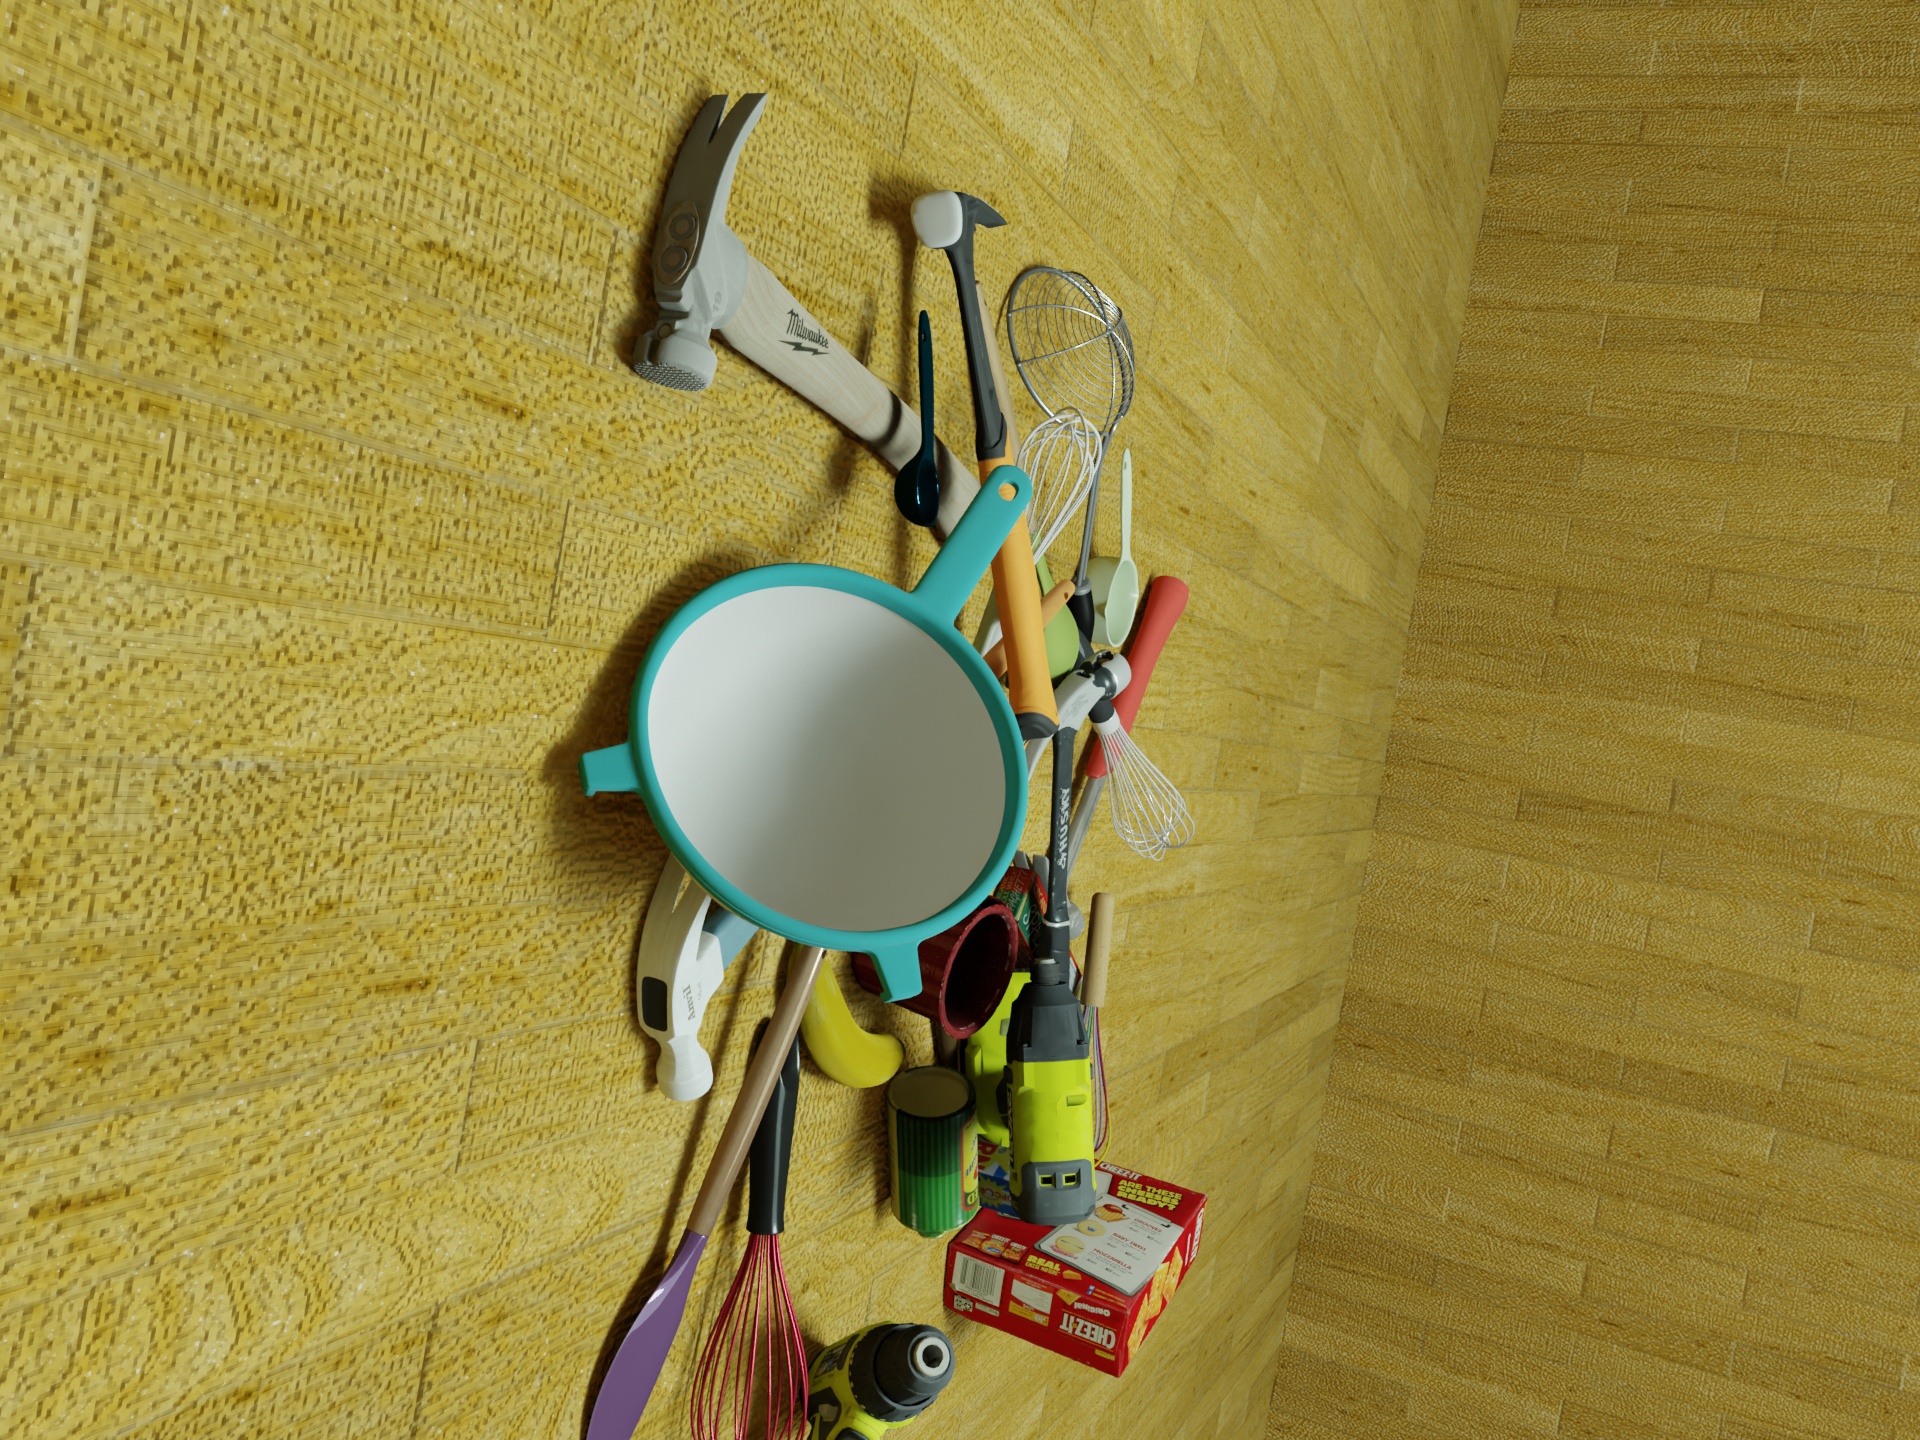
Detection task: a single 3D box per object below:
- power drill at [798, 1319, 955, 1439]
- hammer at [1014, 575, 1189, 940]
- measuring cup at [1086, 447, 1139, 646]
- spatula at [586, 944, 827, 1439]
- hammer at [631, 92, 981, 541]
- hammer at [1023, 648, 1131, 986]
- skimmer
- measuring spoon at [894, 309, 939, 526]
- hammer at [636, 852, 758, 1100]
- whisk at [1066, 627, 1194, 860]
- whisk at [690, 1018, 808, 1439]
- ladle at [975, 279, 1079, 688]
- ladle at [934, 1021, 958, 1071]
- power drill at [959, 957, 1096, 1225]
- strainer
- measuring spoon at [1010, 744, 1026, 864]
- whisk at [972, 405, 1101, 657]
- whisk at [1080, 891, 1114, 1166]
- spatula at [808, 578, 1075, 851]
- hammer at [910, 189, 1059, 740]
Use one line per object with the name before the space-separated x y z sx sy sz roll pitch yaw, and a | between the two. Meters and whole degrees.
power drill | -0.086 0.484 0.993 0.229 0.080 0.190 -58 -176 -35
hammer | 0.135 0.012 1.432 0.359 0.037 0.149 -67 153 -27
measuring cup | 0.122 -0.146 1.338 0.083 0.038 0.167 -29 124 -61
spatula | -0.140 0.265 0.903 0.316 0.018 0.059 -67 155 -10
hammer | -0.054 -0.192 0.923 0.410 0.038 0.146 30 71 -66
hammer | 0.075 0.149 1.271 0.149 0.036 0.408 -38 139 -44
skimmer | 0.074 -0.165 1.230 0.127 0.090 0.363 -46 150 -43
measuring spoon | -0.028 -0.176 0.931 0.042 0.021 0.128 13 76 -73
hammer | -0.090 0.073 0.955 0.331 0.033 0.128 -49 143 -50
whisk | 0.129 0.021 1.328 0.070 0.070 0.284 -63 141 -33
whisk | -0.120 0.329 0.966 0.073 0.073 0.296 7 87 -66
ladle | 0.031 -0.157 1.135 0.078 0.062 0.319 -74 154 -53
ladle | -0.015 0.151 1.163 0.069 0.031 0.315 -32 132 -37
power drill | 0.051 0.250 1.149 0.223 0.080 0.171 158 -70 -83
strainer | -0.051 -0.013 0.865 0.095 0.211 0.340 -47 -170 52
measuring spoon | 0.041 0.058 1.275 0.021 0.011 0.117 1 95 -65
whisk | 0.039 -0.101 1.089 0.057 0.059 0.246 1 125 -28
whisk | 0.118 0.276 1.414 0.051 0.047 0.245 28 67 -66
spatula | -0.002 -0.003 1.000 0.323 0.041 0.081 -47 124 -40
hammer | 0.024 -0.154 0.995 0.127 0.034 0.336 -44 126 -71
